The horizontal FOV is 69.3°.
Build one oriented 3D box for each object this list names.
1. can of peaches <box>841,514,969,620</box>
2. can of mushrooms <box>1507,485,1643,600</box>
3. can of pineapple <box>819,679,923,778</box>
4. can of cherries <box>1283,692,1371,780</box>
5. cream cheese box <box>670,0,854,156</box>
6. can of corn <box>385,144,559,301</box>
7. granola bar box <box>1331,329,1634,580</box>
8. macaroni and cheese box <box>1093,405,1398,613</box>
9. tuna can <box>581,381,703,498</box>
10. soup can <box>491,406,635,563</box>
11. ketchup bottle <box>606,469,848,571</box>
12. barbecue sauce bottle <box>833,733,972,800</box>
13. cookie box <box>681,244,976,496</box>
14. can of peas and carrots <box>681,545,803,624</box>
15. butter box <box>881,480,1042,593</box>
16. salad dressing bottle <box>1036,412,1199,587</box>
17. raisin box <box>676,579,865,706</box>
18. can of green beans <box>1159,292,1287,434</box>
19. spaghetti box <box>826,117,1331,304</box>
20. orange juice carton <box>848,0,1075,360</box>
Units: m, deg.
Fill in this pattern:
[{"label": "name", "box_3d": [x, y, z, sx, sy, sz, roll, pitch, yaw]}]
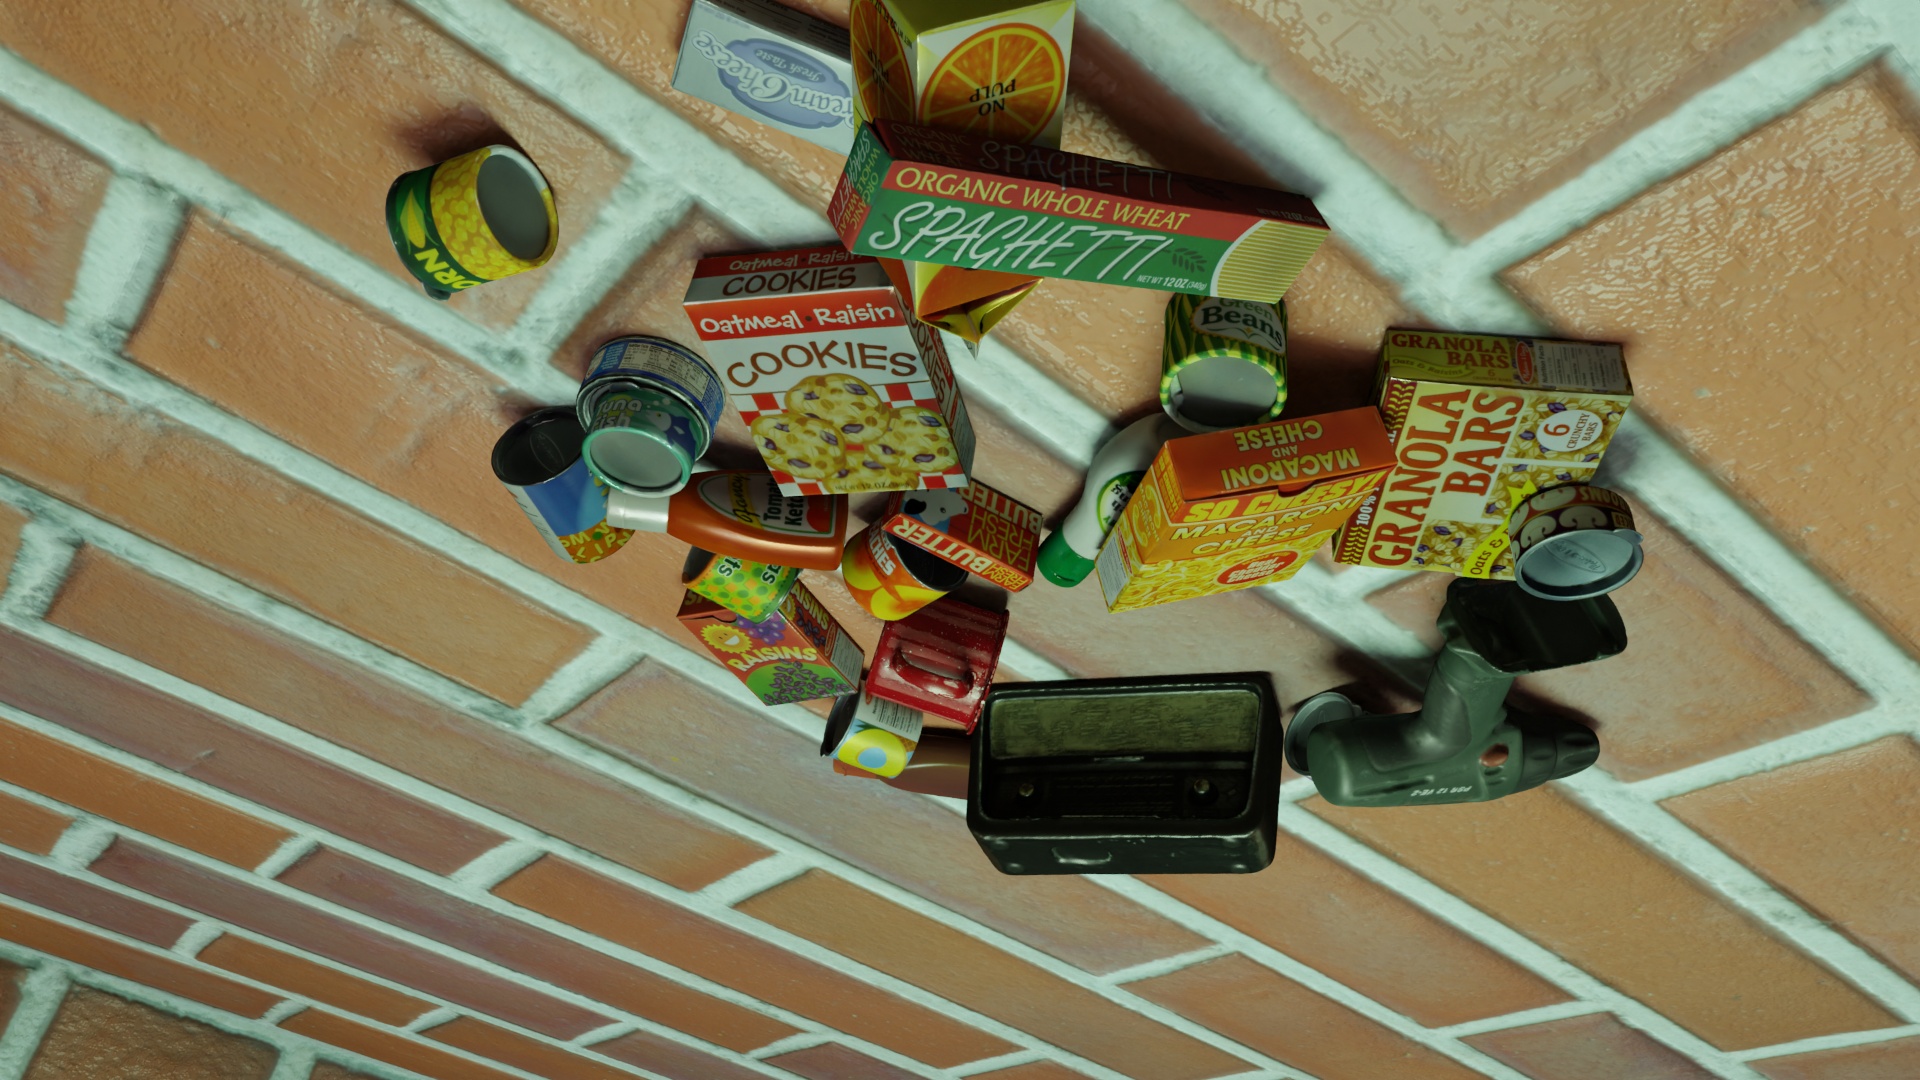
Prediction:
[{"label": "can of peaches", "box_3d": [-0.038, 0.012, 0.912, 0.071, 0.071, 0.058, 32, 138, -26]}, {"label": "can of mushrooms", "box_3d": [0.342, 0.001, 0.771, 0.071, 0.034, 0.070, 4, 142, 3]}, {"label": "can of pineapple", "box_3d": [-0.070, 0.149, 1.097, 0.058, 0.071, 0.070, 24, 141, -17]}, {"label": "can of cherries", "box_3d": [0.284, 0.153, 1.018, 0.058, 0.072, 0.071, 32, 138, -26]}, {"label": "cream cheese box", "box_3d": [-0.080, -0.221, 0.655, 0.104, 0.024, 0.053, 19, 142, -11]}, {"label": "can of corn", "box_3d": [-0.255, -0.166, 0.729, 0.058, 0.071, 0.071, -10, 138, 23]}, {"label": "granola bar box", "box_3d": [0.287, -0.043, 0.786, 0.124, 0.039, 0.164, 5, 143, 7]}, {"label": "macaroni and cheese box", "box_3d": [0.156, -0.013, 0.791, 0.124, 0.040, 0.165, -10, 159, -12]}, {"label": "tuna can", "box_3d": [-0.190, -0.059, 0.825, 0.071, 0.033, 0.070, 6, 143, 5]}, {"label": "soup can", "box_3d": [-0.252, -0.036, 0.903, 0.071, 0.072, 0.083, -2, 142, 15]}, {"label": "ketchup bottle", "box_3d": [-0.148, -0.018, 0.886, 0.149, 0.065, 0.043, 7, 140, -9]}, {"label": "barbecue sauce bottle", "box_3d": [-0.030, 0.186, 1.155, 0.148, 0.044, 0.064, 7, 142, 5]}, {"label": "cookie box", "box_3d": [-0.070, -0.095, 0.804, 0.123, 0.040, 0.166, -2, 142, 16]}, {"label": "can of peas and carrots", "box_3d": [-0.146, 0.014, 0.940, 0.058, 0.071, 0.070, 30, 138, -23]}, {"label": "butter box", "box_3d": [0.003, -0.011, 0.883, 0.103, 0.053, 0.024, 27, 142, -20]}, {"label": "salad dressing bottle", "box_3d": [0.096, -0.021, 0.857, 0.064, 0.044, 0.147, 18, 143, -18]}, {"label": "raisin box", "box_3d": [-0.140, 0.073, 1.038, 0.086, 0.040, 0.123, -10, 138, 26]}, {"label": "can of green beans", "box_3d": [0.140, -0.097, 0.736, 0.071, 0.058, 0.071, 6, 142, 5]}, {"label": "spaghetti box", "box_3d": [0.061, -0.143, 0.623, 0.251, 0.029, 0.050, -1, 140, -33]}, {"label": "orange juice carton", "box_3d": [-0.004, -0.173, 0.637, 0.073, 0.072, 0.191, -21, 146, -17]}]
